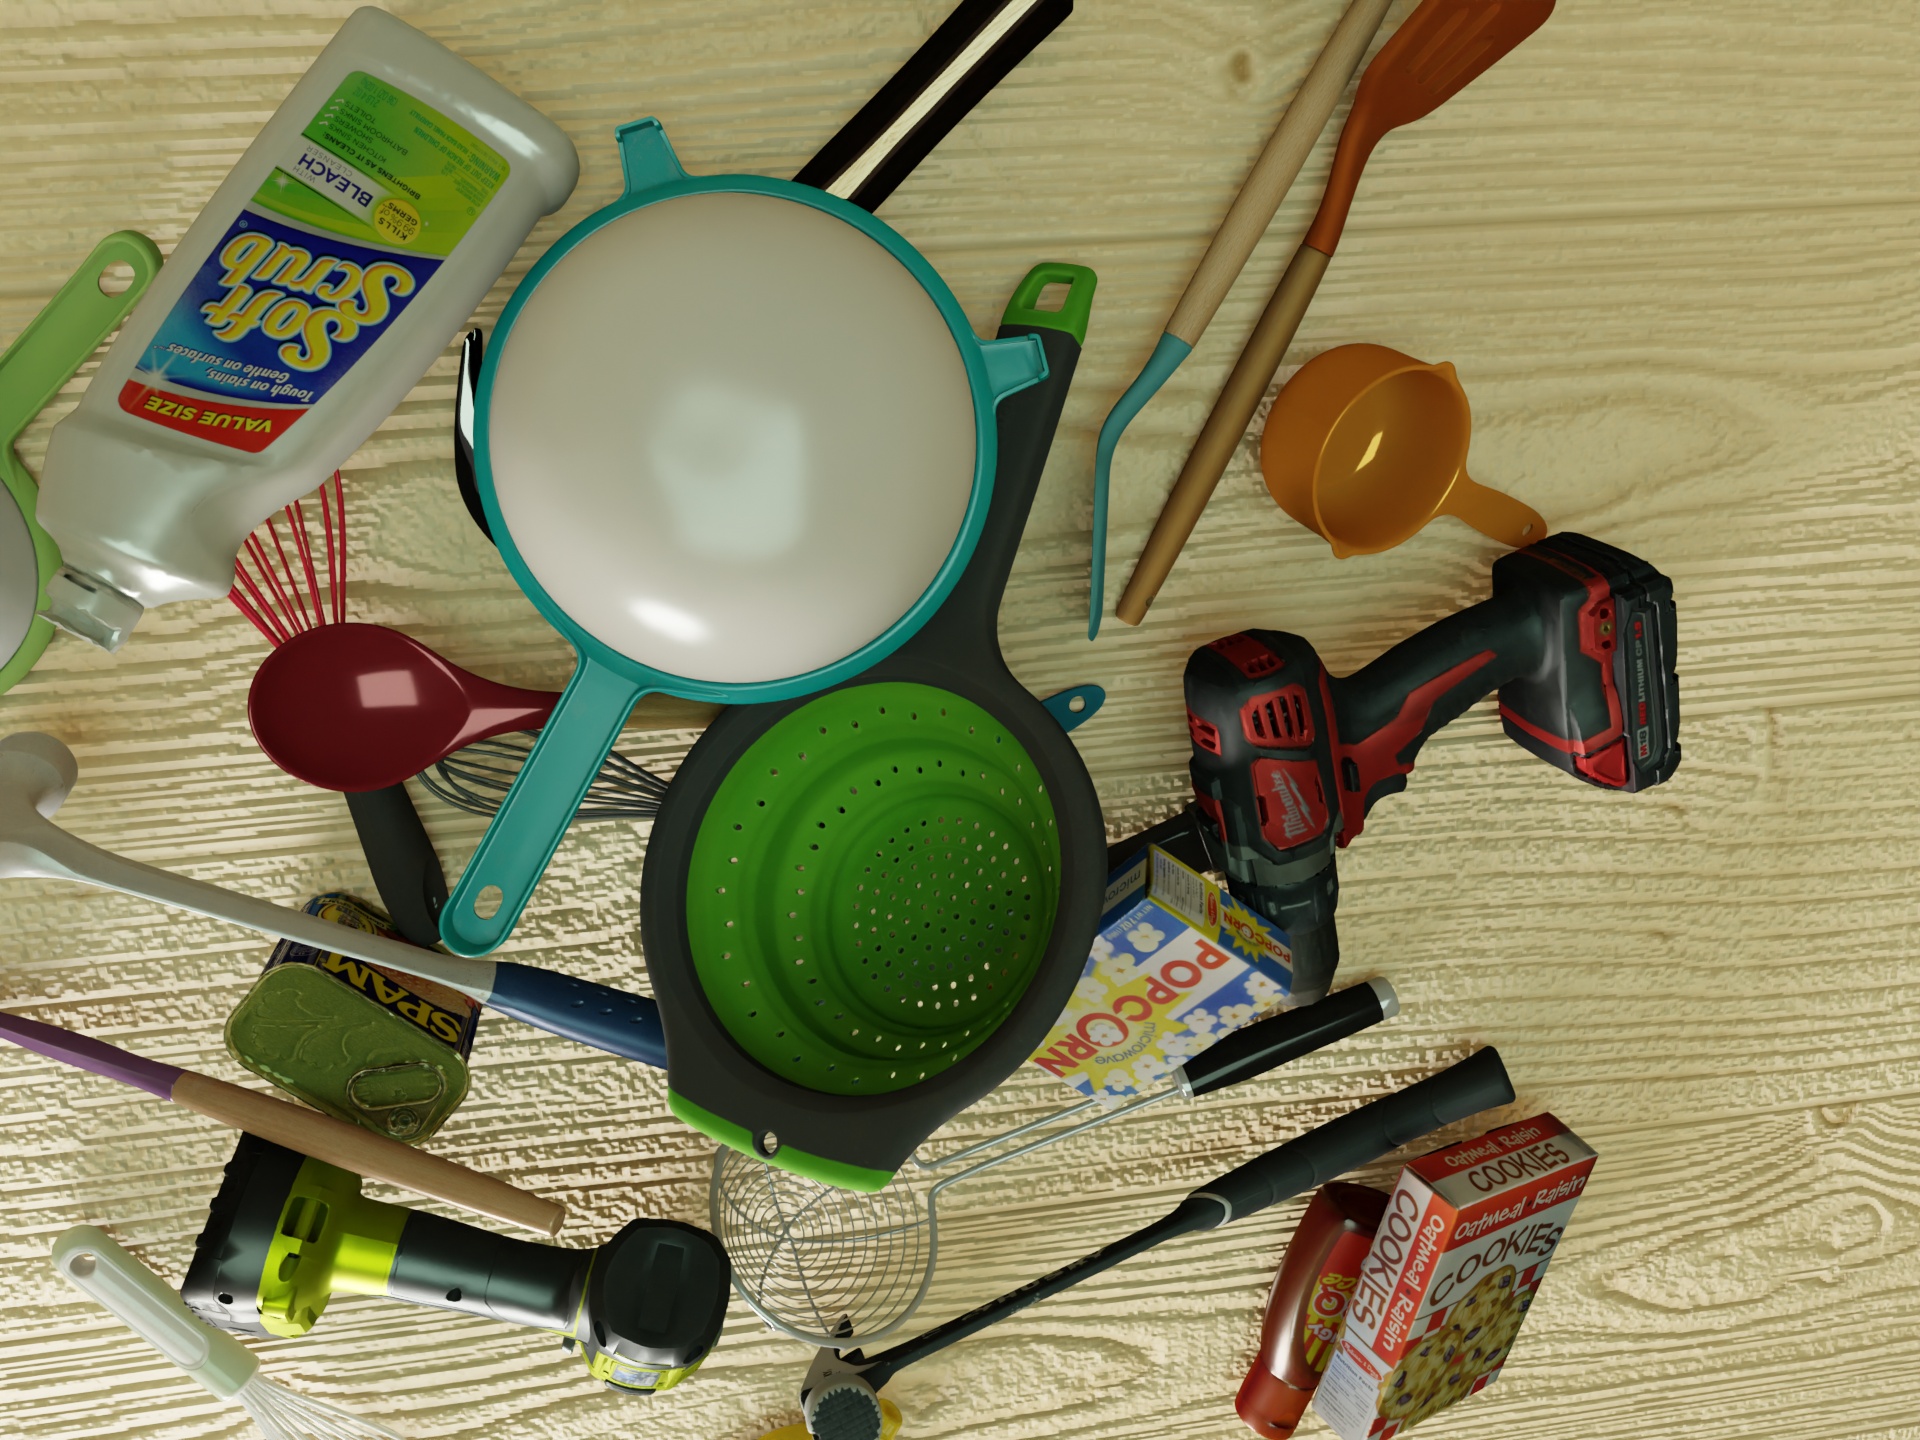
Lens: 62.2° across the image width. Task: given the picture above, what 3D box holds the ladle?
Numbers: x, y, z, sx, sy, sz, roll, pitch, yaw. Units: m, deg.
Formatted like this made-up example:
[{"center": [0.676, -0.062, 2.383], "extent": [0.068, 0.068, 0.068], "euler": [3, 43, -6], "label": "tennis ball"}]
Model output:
[{"center": [-0.139, -0.006, 0.695], "extent": [0.315, 0.031, 0.069], "euler": [0, 92, -23], "label": "ladle"}]

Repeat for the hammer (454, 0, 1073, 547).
[{"center": [-0.083, -0.193, 0.667], "extent": [0.331, 0.031, 0.130], "euler": [-45, 110, 7], "label": "hammer"}]

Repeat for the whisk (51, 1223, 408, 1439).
[{"center": [-0.355, 0.337, 0.799], "extent": [0.058, 0.059, 0.246], "euler": [-43, 106, -6], "label": "whisk"}]

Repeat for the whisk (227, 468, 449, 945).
[{"center": [-0.273, -0.027, 0.680], "extent": [0.073, 0.073, 0.295], "euler": [-14, 116, -4], "label": "whisk"}]

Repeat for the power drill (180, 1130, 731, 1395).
[{"center": [-0.227, 0.266, 0.749], "extent": [0.228, 0.080, 0.190], "euler": [15, 149, -8], "label": "power drill"}]

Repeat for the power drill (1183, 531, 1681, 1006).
[{"center": [0.217, 0.023, 0.745], "extent": [0.226, 0.080, 0.187], "euler": [-20, 116, -11], "label": "power drill"}]

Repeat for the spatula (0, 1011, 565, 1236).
[{"center": [-0.313, 0.166, 0.686], "extent": [0.316, 0.059, 0.018], "euler": [15, 73, 13], "label": "spatula"}]

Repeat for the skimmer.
[{"center": [0.057, 0.197, 0.792], "extent": [0.363, 0.090, 0.127], "euler": [-20, 69, -6], "label": "skimmer"}]

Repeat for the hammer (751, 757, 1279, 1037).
[{"center": [0.012, 0.109, 0.785], "extent": [0.335, 0.035, 0.146], "euler": [-23, 110, -1], "label": "hammer"}]

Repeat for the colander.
[{"center": [-0.001, -0.002, 0.691], "extent": [0.204, 0.094, 0.397], "euler": [14, 80, 26], "label": "colander"}]

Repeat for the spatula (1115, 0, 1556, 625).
[{"center": [0.152, -0.181, 0.701], "extent": [0.081, 0.041, 0.322], "euler": [4, 118, -52], "label": "spatula"}]

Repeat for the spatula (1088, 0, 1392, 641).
[{"center": [0.118, -0.183, 0.694], "extent": [0.044, 0.082, 0.317], "euler": [30, 98, 5], "label": "spatula"}]

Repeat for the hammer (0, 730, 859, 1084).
[{"center": [-0.211, 0.112, 0.674], "extent": [0.405, 0.144, 0.035], "euler": [23, 105, -23], "label": "hammer"}]

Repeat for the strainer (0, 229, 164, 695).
[{"center": [-0.411, -0.095, 0.626], "extent": [0.256, 0.069, 0.151], "euler": [-43, 110, 8], "label": "strainer"}]

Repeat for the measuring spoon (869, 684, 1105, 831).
[{"center": [0.010, 0.012, 0.764], "extent": [0.128, 0.021, 0.042], "euler": [-26, 111, -9], "label": "measuring spoon"}]

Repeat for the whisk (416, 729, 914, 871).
[{"center": [-0.131, 0.035, 0.733], "extent": [0.238, 0.055, 0.055], "euler": [15, 106, -18], "label": "whisk"}]

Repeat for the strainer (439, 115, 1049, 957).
[{"center": [-0.121, -0.053, 0.605], "extent": [0.211, 0.095, 0.340], "euler": [29, 93, -4], "label": "strainer"}]

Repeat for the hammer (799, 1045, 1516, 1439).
[{"center": [0.109, 0.262, 0.822], "extent": [0.409, 0.149, 0.036], "euler": [-22, 84, -11], "label": "hammer"}]

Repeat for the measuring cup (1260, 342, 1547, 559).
[{"center": [0.209, -0.116, 0.737], "extent": [0.173, 0.052, 0.095], "euler": [14, 110, -39], "label": "measuring cup"}]
